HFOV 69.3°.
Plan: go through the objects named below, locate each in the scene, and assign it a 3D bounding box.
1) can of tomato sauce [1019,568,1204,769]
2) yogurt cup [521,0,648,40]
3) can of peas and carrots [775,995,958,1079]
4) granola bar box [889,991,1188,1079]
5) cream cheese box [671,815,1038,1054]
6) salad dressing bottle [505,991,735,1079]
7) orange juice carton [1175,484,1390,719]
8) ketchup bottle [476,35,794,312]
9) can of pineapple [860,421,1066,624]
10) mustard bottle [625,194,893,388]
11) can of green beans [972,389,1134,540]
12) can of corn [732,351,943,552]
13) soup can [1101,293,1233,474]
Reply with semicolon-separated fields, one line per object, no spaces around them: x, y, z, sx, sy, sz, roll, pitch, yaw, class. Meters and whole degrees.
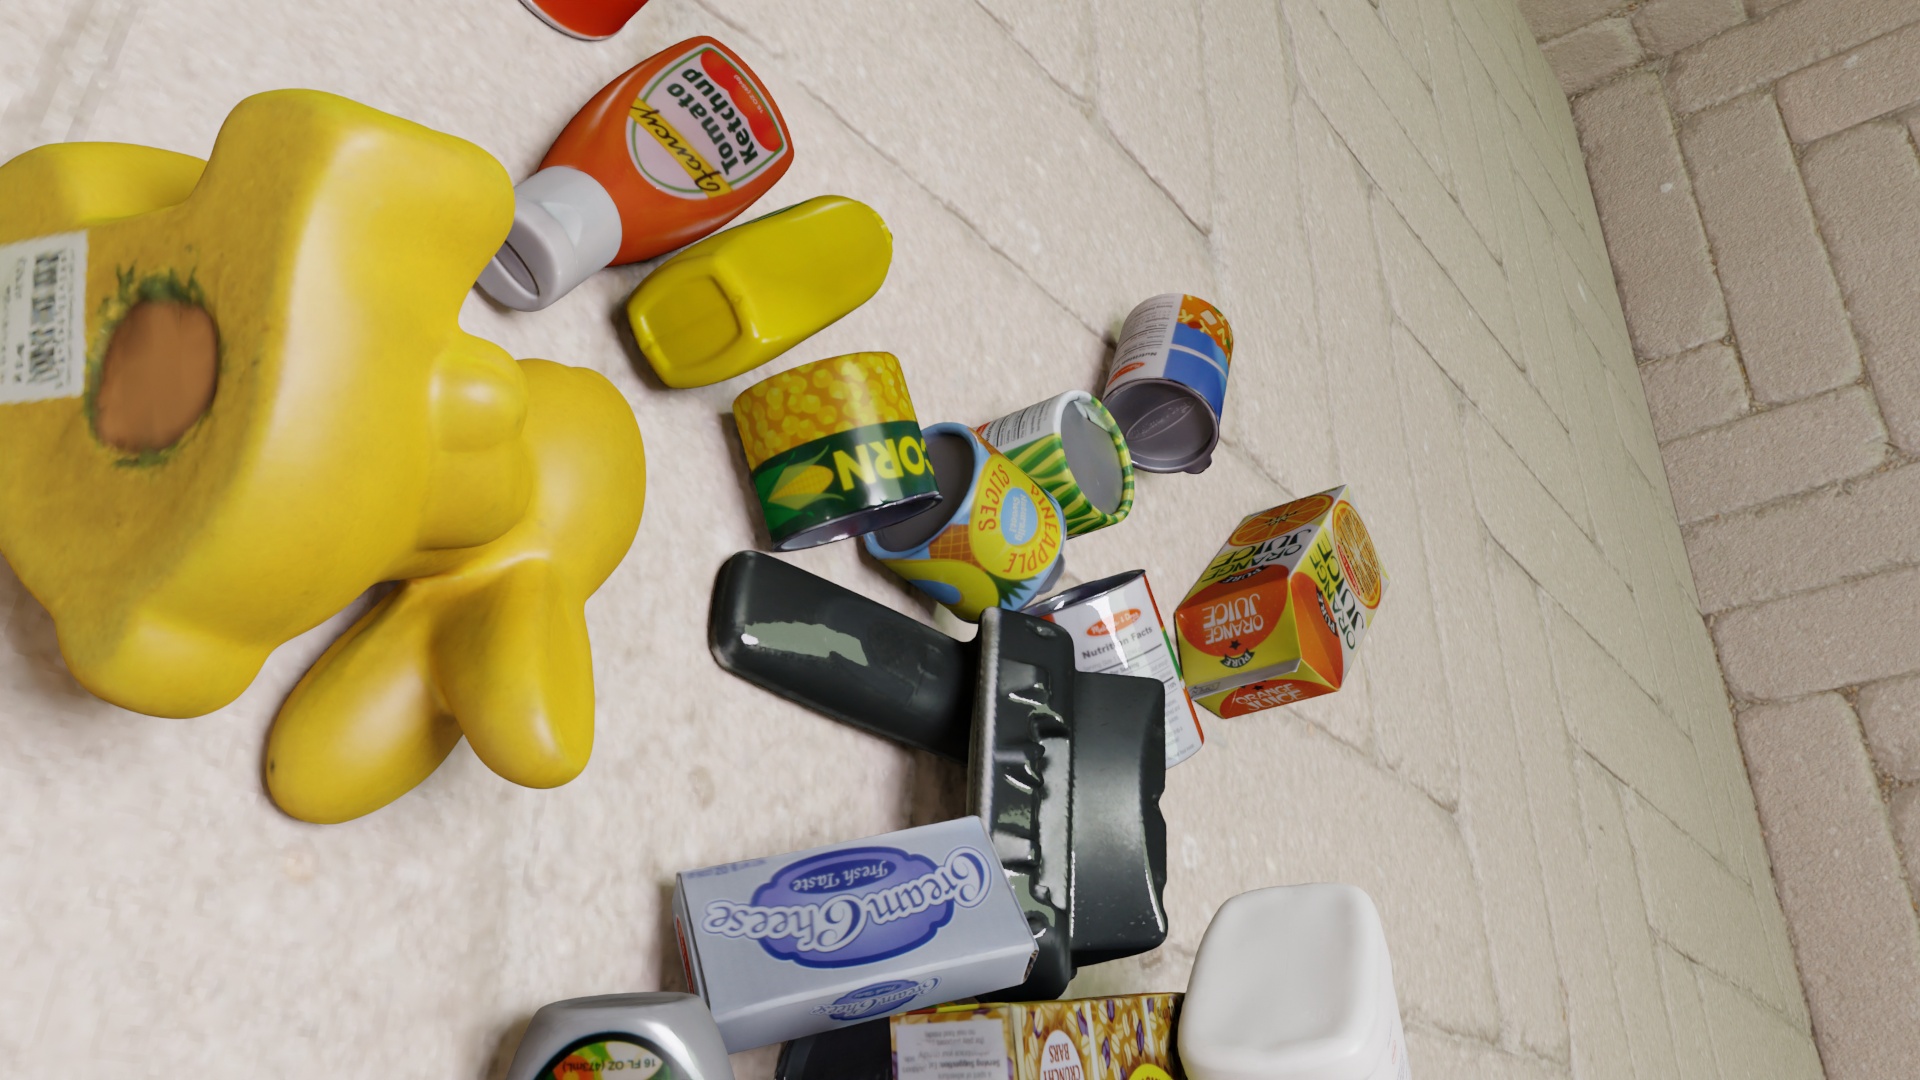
0.066;0.063;0.632;0.071;0.071;0.083;-23;93;-56;can of tomato sauce
-0.132;-0.226;0.508;0.072;0.054;0.072;30;51;-45;yogurt cup
-0.016;0.183;0.450;0.058;0.071;0.071;38;46;-40;can of peas and carrots
0.036;0.202;0.415;0.165;0.039;0.124;31;51;-60;granola bar box
-0.034;0.121;0.432;0.104;0.024;0.053;-6;43;-20;cream cheese box
-0.088;0.195;0.356;0.044;0.064;0.148;115;-27;-76;salad dressing bottle
0.186;0.041;0.804;0.073;0.071;0.193;64;34;-10;orange juice carton
-0.116;-0.128;0.490;0.064;0.043;0.149;53;38;-17;ketchup bottle
0.002;-0.007;0.571;0.057;0.071;0.071;37;46;-38;can of pineapple
-0.064;-0.104;0.538;0.048;0.065;0.161;63;29;-13;mustard bottle
0.040;-0.031;0.648;0.071;0.057;0.071;30;51;-45;can of green beans
-0.045;-0.033;0.518;0.071;0.071;0.058;-10;81;-56;can of corn
0.118;-0.087;0.778;0.071;0.071;0.084;50;38;-27;soup can
